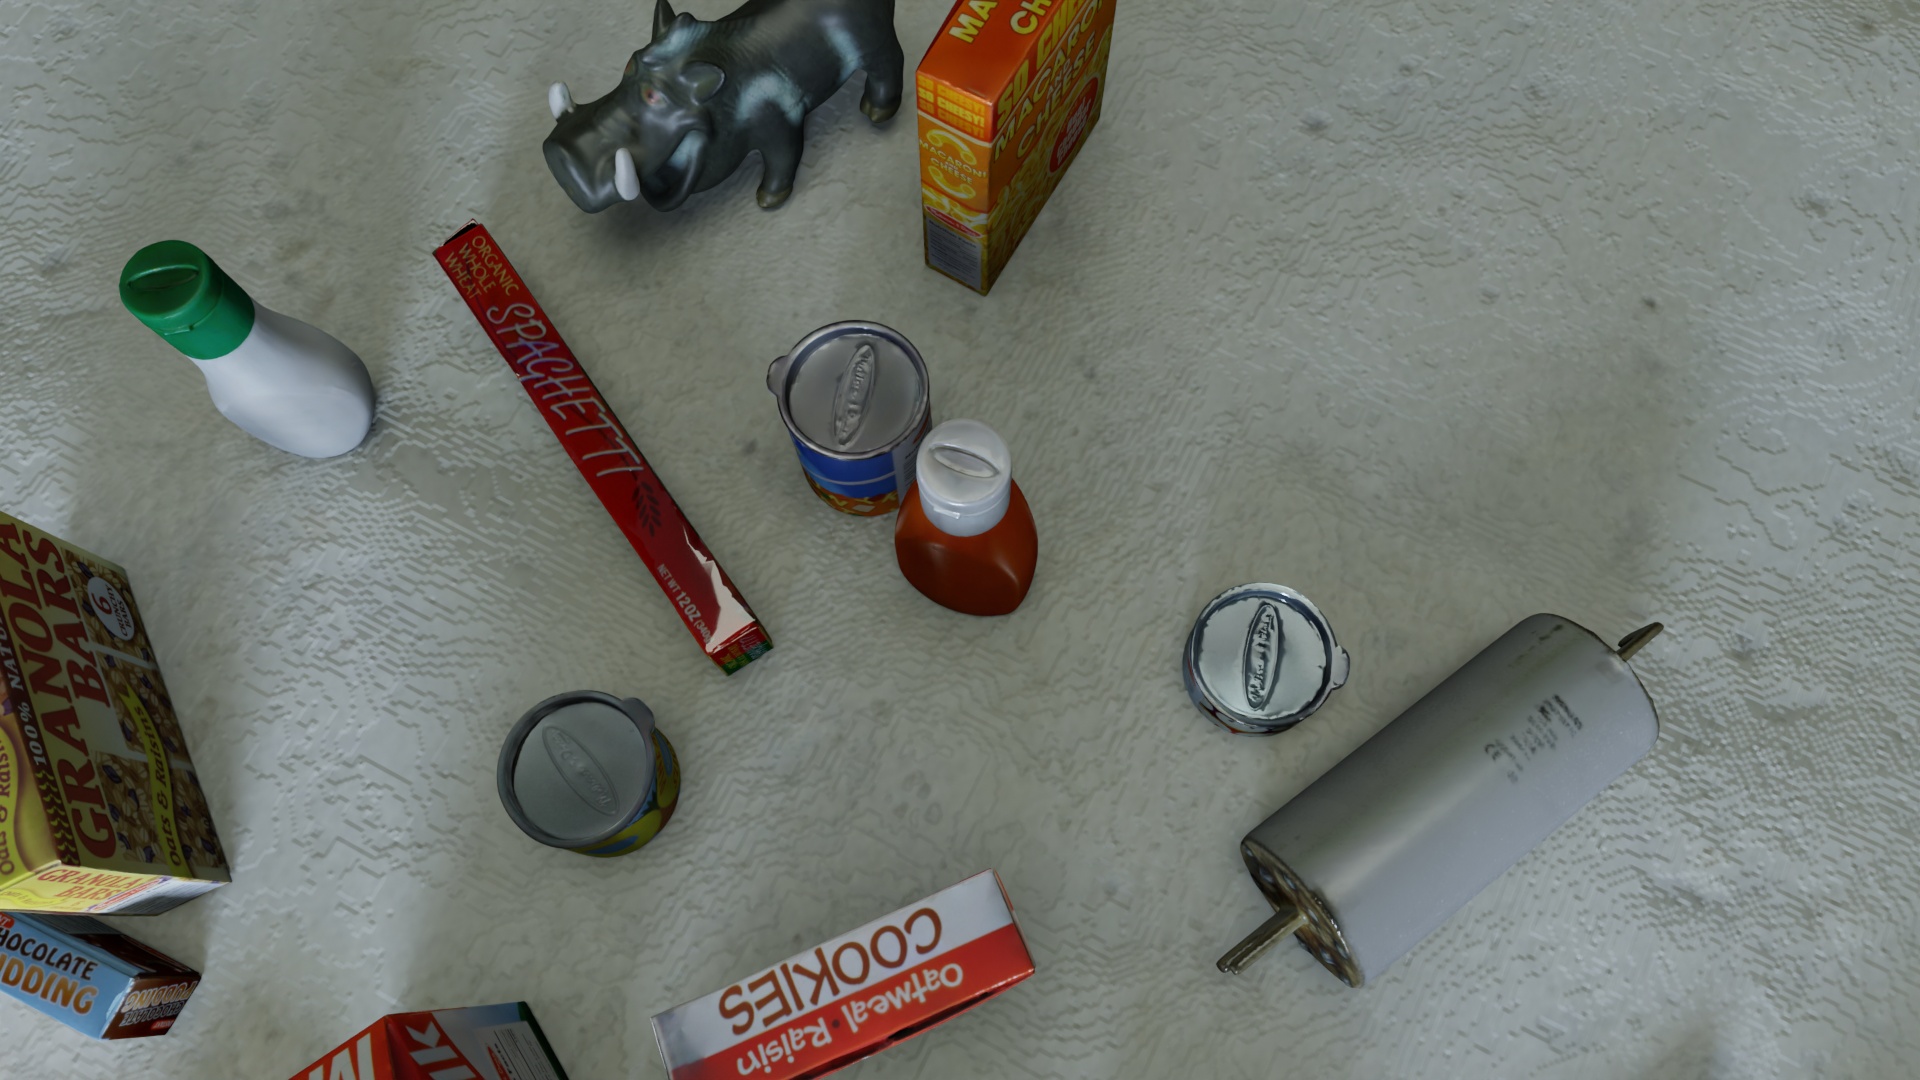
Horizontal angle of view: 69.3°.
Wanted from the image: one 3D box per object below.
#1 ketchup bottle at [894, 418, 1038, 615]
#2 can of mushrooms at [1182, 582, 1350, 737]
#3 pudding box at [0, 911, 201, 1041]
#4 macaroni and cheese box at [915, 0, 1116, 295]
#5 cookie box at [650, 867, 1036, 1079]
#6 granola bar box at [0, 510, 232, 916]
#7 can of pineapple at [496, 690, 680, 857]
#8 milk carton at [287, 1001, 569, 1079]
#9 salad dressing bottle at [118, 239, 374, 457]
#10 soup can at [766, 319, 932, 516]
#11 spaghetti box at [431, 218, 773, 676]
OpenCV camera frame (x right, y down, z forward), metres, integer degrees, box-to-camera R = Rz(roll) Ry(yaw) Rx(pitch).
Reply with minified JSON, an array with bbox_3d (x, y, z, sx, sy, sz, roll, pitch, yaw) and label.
[{"bbox_3d":[0.002,-0.007,0.590,0.065,0.148,0.043,20,74,6],"label":"ketchup bottle"},{"bbox_3d":[0.137,0.055,0.630,0.071,0.033,0.071,0,73,0],"label":"can of mushrooms"},{"bbox_3d":[-0.375,0.179,0.586,0.084,0.049,0.030,23,75,7],"label":"pudding box"},{"bbox_3d":[0.026,-0.206,0.644,0.040,0.166,0.124,29,75,9],"label":"macaroni and cheese box"},{"bbox_3d":[-0.036,0.171,0.525,0.123,0.167,0.040,-23,74,-6],"label":"cookie box"},{"bbox_3d":[-0.379,0.073,0.581,0.039,0.124,0.166,-26,74,-7],"label":"granola bar box"},{"bbox_3d":[-0.158,0.102,0.605,0.071,0.057,0.071,0,73,0],"label":"can of pineapple"},{"bbox_3d":[-0.200,0.219,0.499,0.072,0.190,0.073,-33,76,-9],"label":"milk carton"},{"bbox_3d":[-0.313,-0.082,0.617,0.064,0.147,0.044,-10,73,-3],"label":"salad dressing bottle"},{"bbox_3d":[-0.048,-0.055,0.640,0.071,0.083,0.071,0,73,1],"label":"soup can"},{"bbox_3d":[-0.170,-0.045,0.655,0.029,0.050,0.250,-35,75,-9],"label":"spaghetti box"}]
